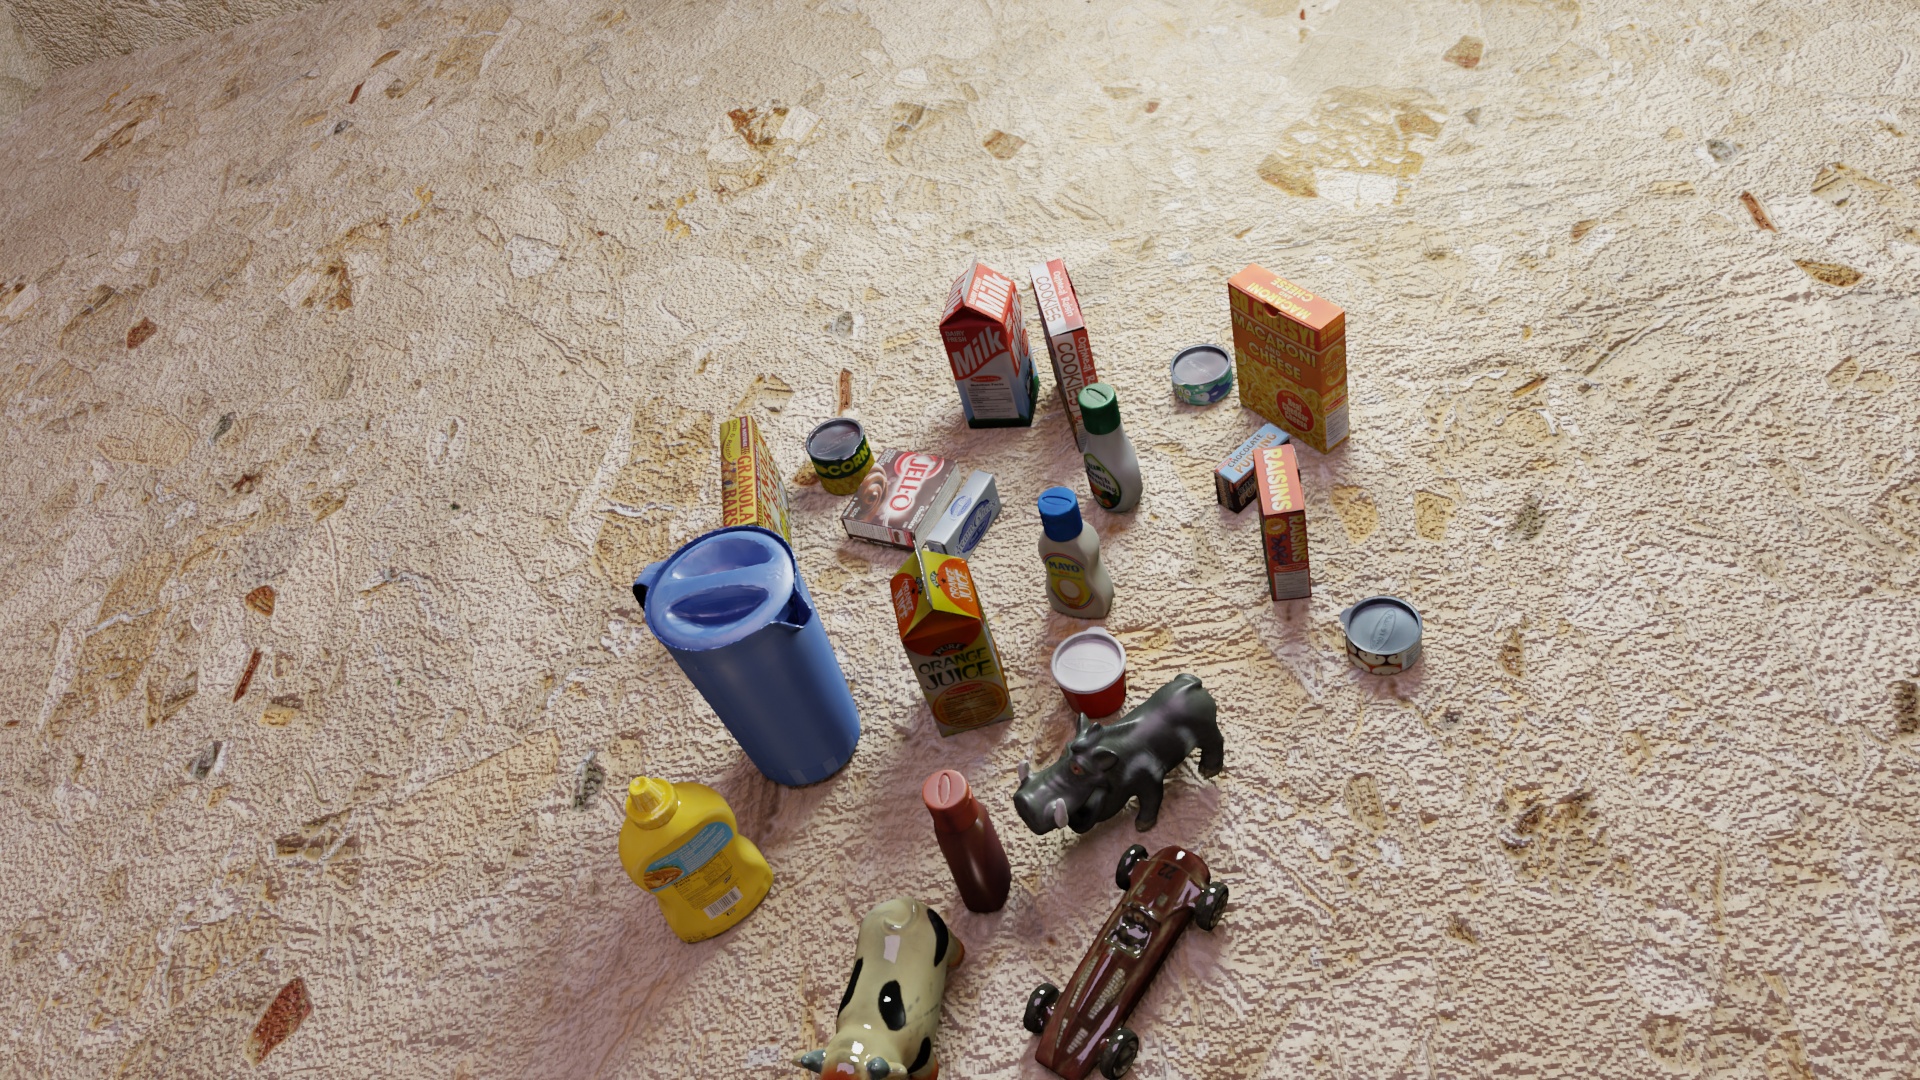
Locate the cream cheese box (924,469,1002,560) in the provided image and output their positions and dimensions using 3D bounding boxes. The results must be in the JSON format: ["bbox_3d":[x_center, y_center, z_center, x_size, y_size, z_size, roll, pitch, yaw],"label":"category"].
[{"bbox_3d":[0.005,-0.018,1.419,0.024,0.053,0.104,16,55,29],"label":"cream cheese box"}]

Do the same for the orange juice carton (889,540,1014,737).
[{"bbox_3d":[-0.011,0.086,1.232,0.073,0.191,0.072,-16,46,3],"label":"orange juice carton"}]

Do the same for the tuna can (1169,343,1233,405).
[{"bbox_3d":[0.259,-0.178,1.500,0.071,0.032,0.071,-9,47,10],"label":"tuna can"}]

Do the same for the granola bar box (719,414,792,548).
[{"bbox_3d":[-0.211,-0.031,1.450,0.039,0.123,0.166,-15,46,4],"label":"granola bar box"}]

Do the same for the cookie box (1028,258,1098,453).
[{"bbox_3d":[0.117,-0.195,1.467,0.040,0.166,0.123,-16,46,3],"label":"cookie box"}]

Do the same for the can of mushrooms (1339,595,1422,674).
[{"bbox_3d":[0.371,0.083,1.225,0.071,0.033,0.071,-9,47,10],"label":"can of mushrooms"}]

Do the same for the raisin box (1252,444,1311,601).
[{"bbox_3d":[0.296,-0.015,1.276,0.040,0.122,0.086,-8,47,11],"label":"raisin box"}]

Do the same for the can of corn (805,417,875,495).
[{"bbox_3d":[-0.129,-0.091,1.524,0.071,0.058,0.071,-9,47,10],"label":"can of corn"}]

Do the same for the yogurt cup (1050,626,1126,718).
[{"bbox_3d":[0.119,0.124,1.252,0.072,0.053,0.073,-9,47,10],"label":"yogurt cup"}]

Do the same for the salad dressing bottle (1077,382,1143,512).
[{"bbox_3d":[0.146,-0.091,1.377,0.044,0.147,0.064,-37,48,-16],"label":"salad dressing bottle"}]

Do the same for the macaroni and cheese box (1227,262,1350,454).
[{"bbox_3d":[0.328,-0.180,1.388,0.040,0.165,0.124,-36,48,-16],"label":"macaroni and cheese box"}]

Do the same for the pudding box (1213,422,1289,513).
[{"bbox_3d":[0.291,-0.072,1.381,0.084,0.049,0.030,-39,49,-18],"label":"pudding box"}]

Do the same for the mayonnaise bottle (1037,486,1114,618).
[{"bbox_3d":[0.102,0.012,1.295,0.065,0.147,0.041,9,52,25],"label":"mayonnaise bottle"}]

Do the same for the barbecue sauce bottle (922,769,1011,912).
[{"bbox_3d":[0.005,0.238,1.117,0.043,0.147,0.065,-8,47,11],"label":"barbecue sauce bottle"}]

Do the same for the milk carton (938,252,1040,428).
[{"bbox_3d":[0.029,-0.213,1.496,0.073,0.189,0.073,-1,49,17],"label":"milk carton"}]
